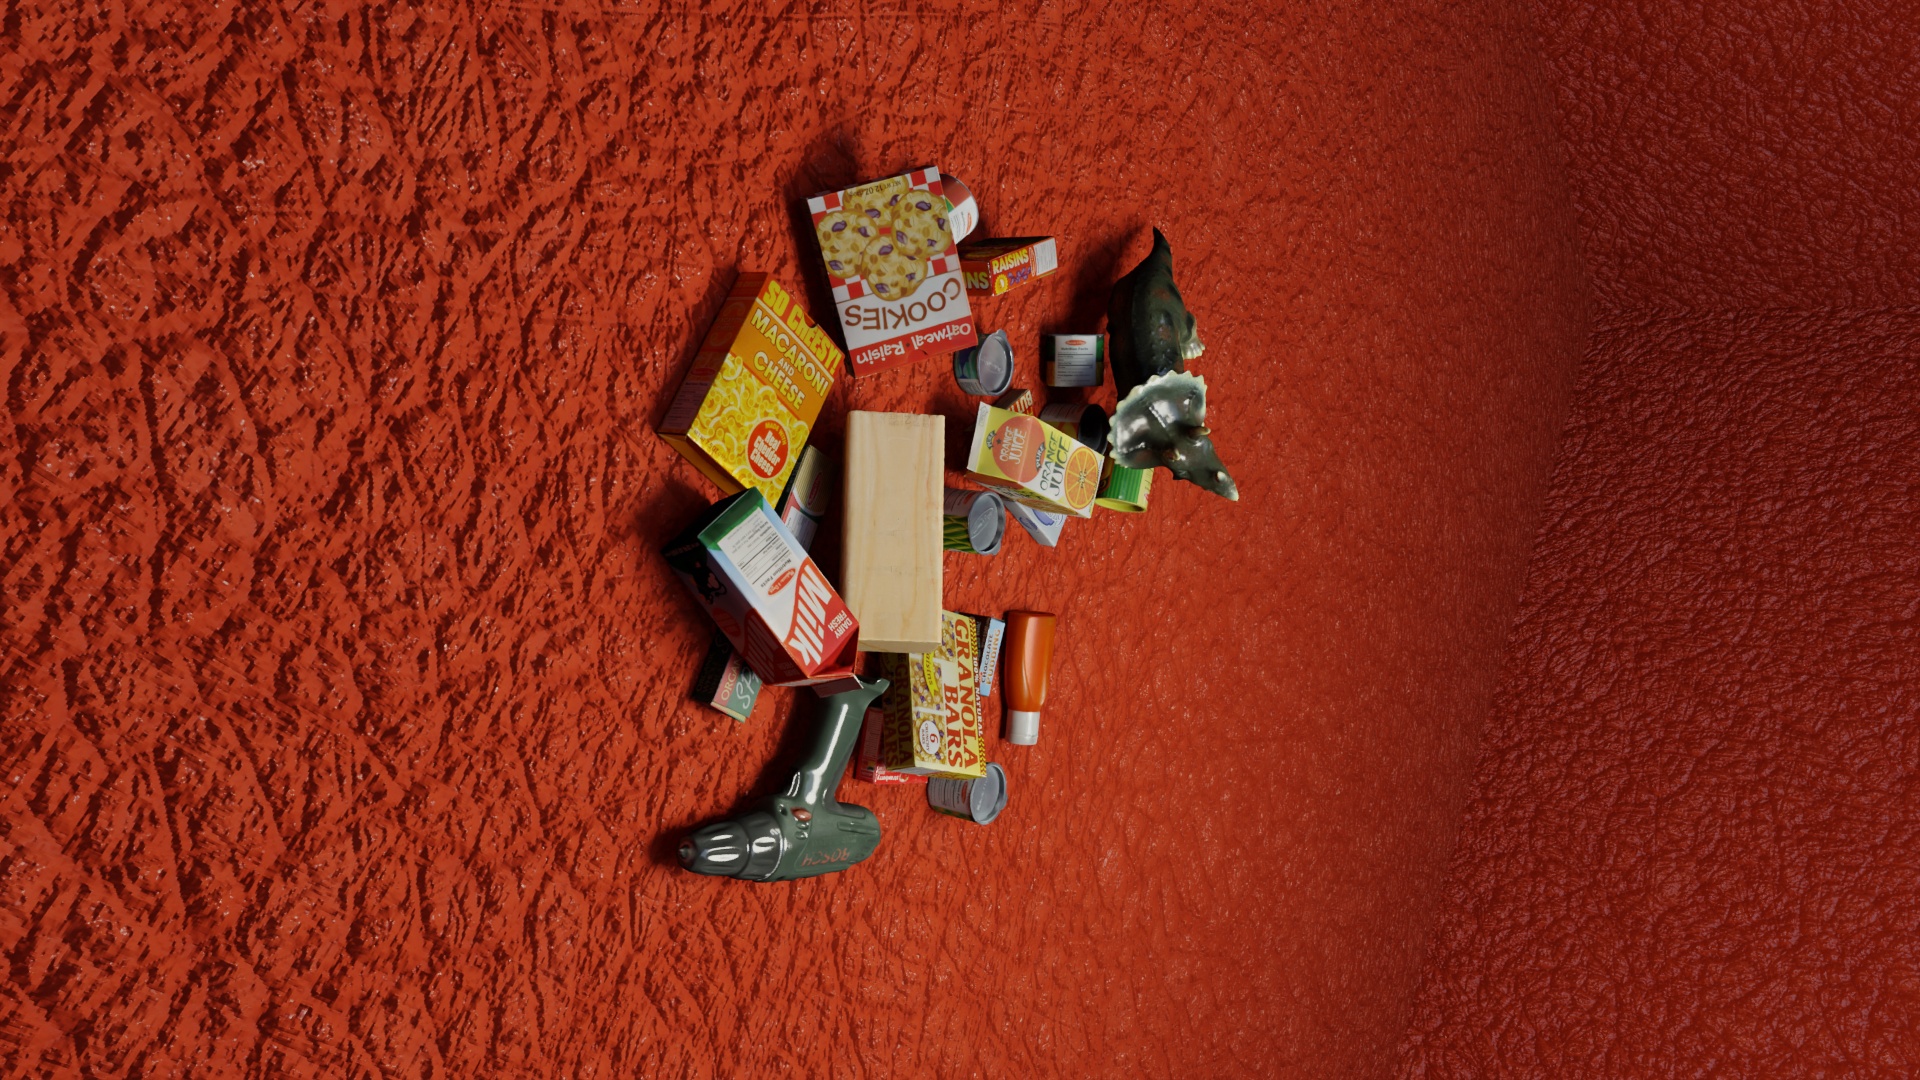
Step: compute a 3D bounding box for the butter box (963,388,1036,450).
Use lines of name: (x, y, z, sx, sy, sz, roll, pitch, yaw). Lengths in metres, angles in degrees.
butter box: (0.046, -0.120, 1.505, 0.104, 0.024, 0.053, -44, 129, -41)

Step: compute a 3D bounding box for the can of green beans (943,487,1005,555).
can of green beans: (0.005, -0.020, 1.435, 0.071, 0.058, 0.071, -10, 103, -53)

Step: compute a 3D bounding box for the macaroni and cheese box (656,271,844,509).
macaroni and cheese box: (-0.174, -0.127, 1.194, 0.123, 0.040, 0.167, 46, 59, -47)

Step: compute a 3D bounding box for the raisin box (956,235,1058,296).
raisin box: (0.031, -0.279, 1.412, 0.124, 0.086, 0.040, -32, 121, -47)

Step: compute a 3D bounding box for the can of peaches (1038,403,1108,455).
can of peaches: (0.129, -0.122, 1.588, 0.071, 0.058, 0.071, -11, 104, -53)

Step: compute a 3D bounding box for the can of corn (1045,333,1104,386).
can of corn: (0.130, -0.205, 1.574, 0.071, 0.071, 0.058, -12, 105, -52)

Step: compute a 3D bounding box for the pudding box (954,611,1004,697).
pudding box: (0.012, 0.119, 1.470, 0.030, 0.049, 0.084, 26, 75, -54)

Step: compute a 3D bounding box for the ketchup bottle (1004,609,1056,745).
ketchup bottle: (0.075, 0.154, 1.566, 0.065, 0.043, 0.148, 3, 92, -53)

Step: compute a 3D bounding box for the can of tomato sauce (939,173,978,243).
can of tomato sauce: (-0.035, -0.304, 1.335, 0.083, 0.071, 0.071, -46, 130, -35)

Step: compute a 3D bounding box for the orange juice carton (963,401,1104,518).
orange juice carton: (0.068, -0.083, 1.456, 0.192, 0.073, 0.072, 22, 78, -52)

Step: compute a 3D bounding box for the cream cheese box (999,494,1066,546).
cream cheese box: (0.085, -0.041, 1.568, 0.103, 0.024, 0.053, 46, 59, -46)

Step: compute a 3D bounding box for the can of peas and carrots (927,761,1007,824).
can of peas and carrots: (0.008, 0.264, 1.478, 0.071, 0.059, 0.070, -12, 105, -53)

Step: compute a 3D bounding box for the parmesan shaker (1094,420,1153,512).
parmesan shaker: (0.202, -0.091, 1.687, 0.071, 0.071, 0.103, 23, 76, -52)

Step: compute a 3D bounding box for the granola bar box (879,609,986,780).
granola bar box: (-0.028, 0.152, 1.389, 0.124, 0.039, 0.166, 21, 59, -52)

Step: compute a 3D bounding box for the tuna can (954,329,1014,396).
tuna can: (0.025, -0.188, 1.460, 0.071, 0.033, 0.071, -11, 104, -52)

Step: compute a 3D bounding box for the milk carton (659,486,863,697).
milk carton: (-0.155, 0.056, 1.164, 0.190, 0.072, 0.074, 54, 53, -14)

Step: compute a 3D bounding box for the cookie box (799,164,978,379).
cookie box: (-0.063, -0.244, 1.265, 0.123, 0.040, 0.167, -18, 109, -12)

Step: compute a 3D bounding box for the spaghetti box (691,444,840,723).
spaghetti box: (-0.170, 0.035, 1.231, 0.050, 0.028, 0.251, 39, 64, -49)
